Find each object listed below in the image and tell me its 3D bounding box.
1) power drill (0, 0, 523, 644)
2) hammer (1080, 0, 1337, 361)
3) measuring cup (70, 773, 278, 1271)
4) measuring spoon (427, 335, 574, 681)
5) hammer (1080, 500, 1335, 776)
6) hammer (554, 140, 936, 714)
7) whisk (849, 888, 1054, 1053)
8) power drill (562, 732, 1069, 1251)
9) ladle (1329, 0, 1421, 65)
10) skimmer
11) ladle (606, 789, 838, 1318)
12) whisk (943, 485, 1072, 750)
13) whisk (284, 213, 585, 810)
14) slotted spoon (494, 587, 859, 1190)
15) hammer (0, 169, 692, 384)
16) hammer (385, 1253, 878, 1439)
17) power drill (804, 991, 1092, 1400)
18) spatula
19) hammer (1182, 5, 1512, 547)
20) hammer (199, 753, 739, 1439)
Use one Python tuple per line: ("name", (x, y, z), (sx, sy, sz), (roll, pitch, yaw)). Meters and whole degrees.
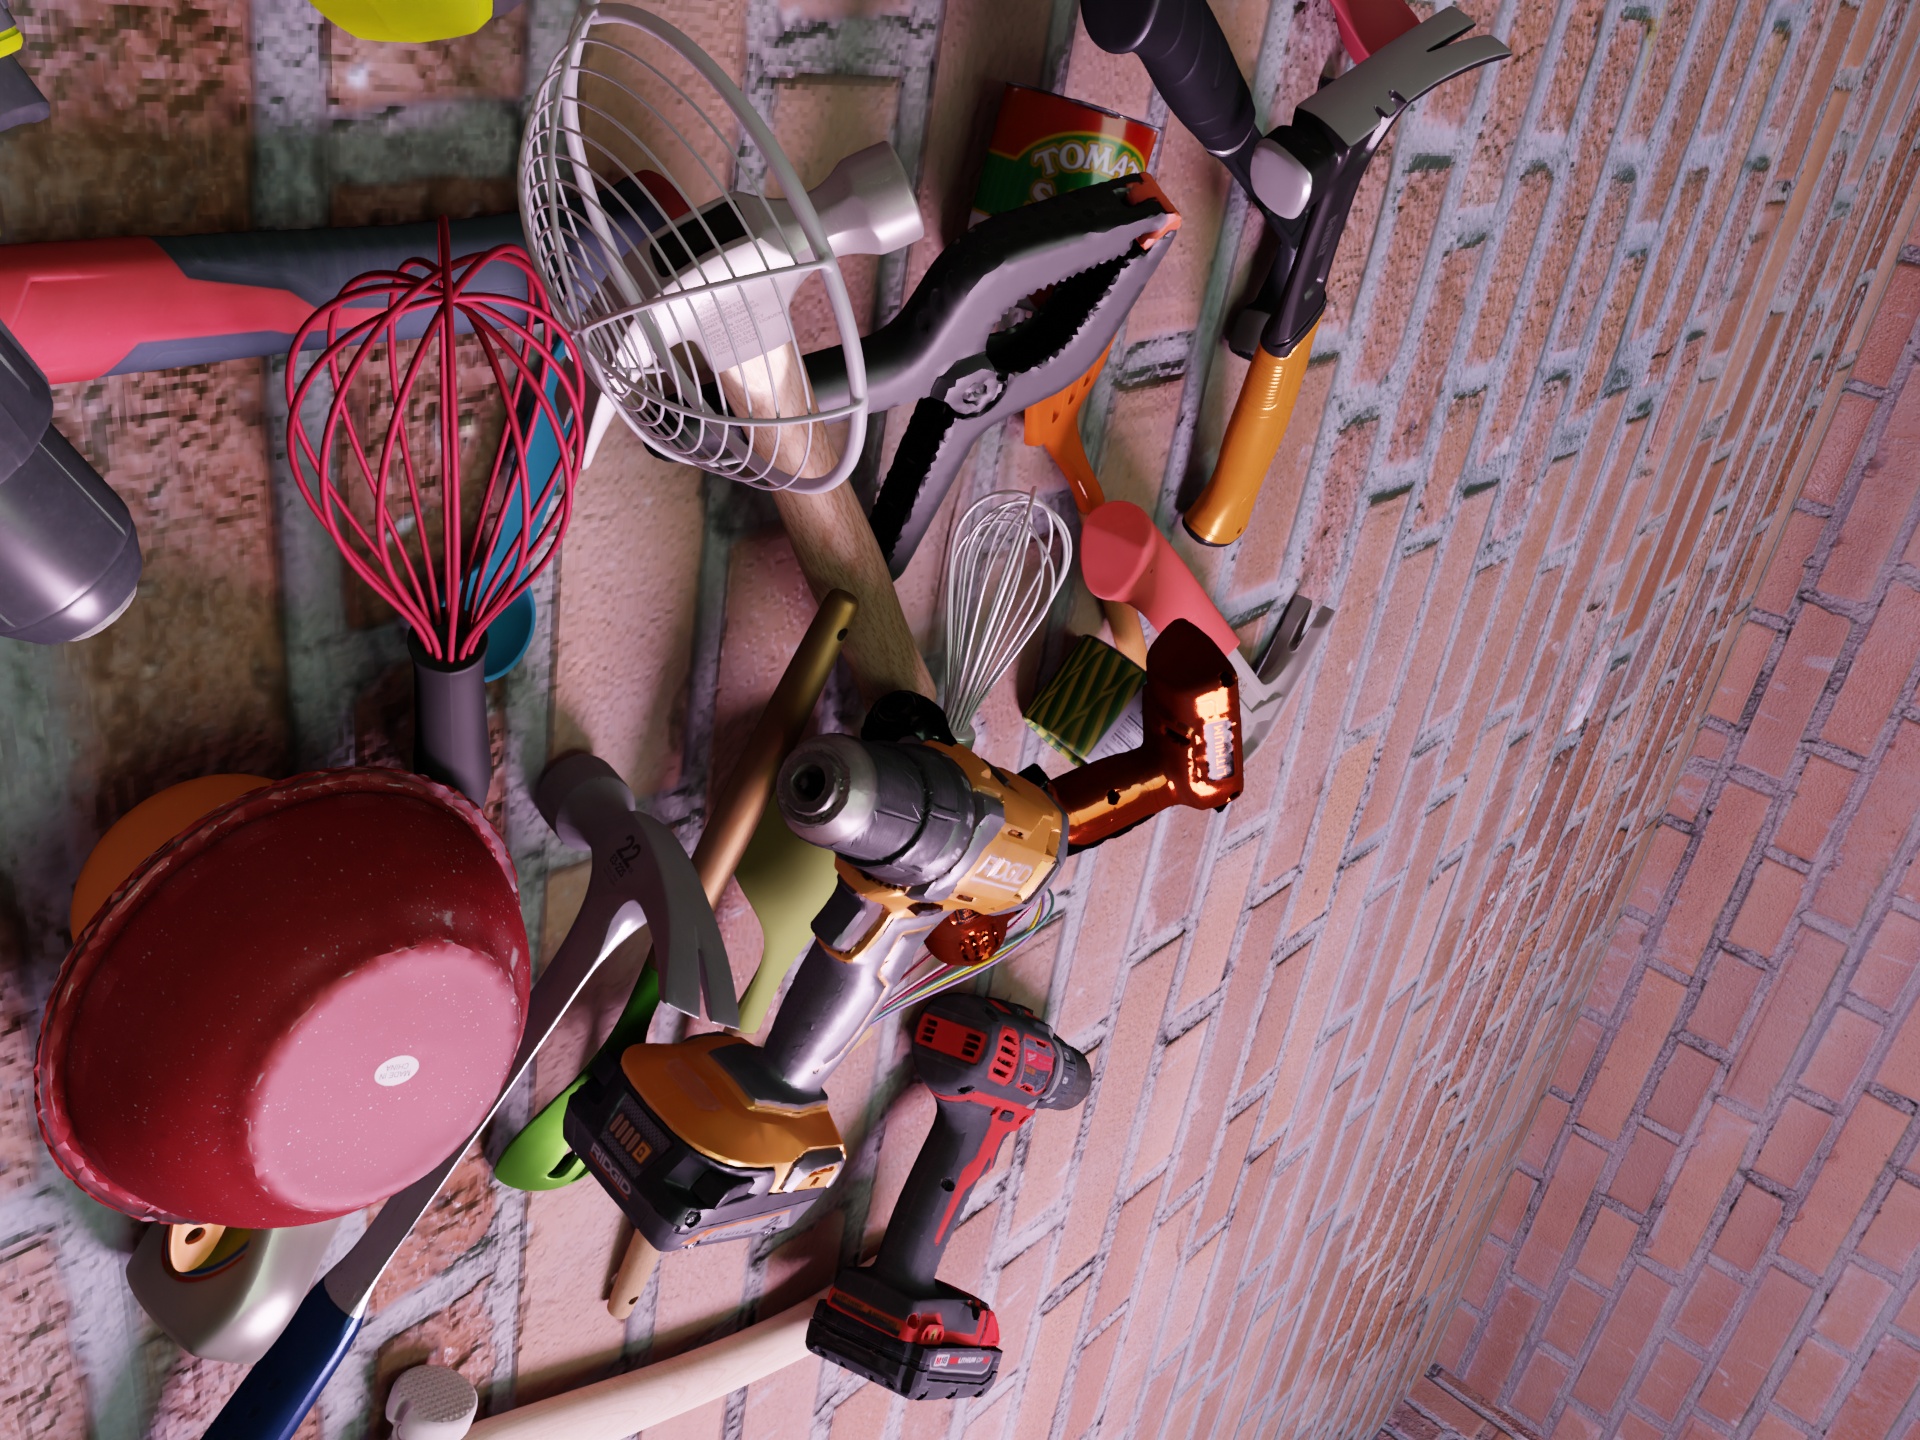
("power drill", (-0.193, -0.146, 0.336), (0.229, 0.080, 0.190), (-57, 142, -25))
("hammer", (0.123, -0.256, 0.687), (0.409, 0.036, 0.149), (-9, 120, -70))
("measuring cup", (-0.249, 0.098, 0.522), (0.095, 0.052, 0.173), (-5, 120, -53))
("measuring spoon", (-0.157, -0.077, 0.552), (0.042, 0.021, 0.128), (18, 91, -57))
("hammer", (0.146, -0.057, 0.928), (0.149, 0.037, 0.358), (-61, 154, -3))
("hammer", (-0.055, -0.075, 0.616), (0.130, 0.031, 0.331), (-23, 154, -2))
("whisk", (-0.037, 0.153, 0.868), (0.245, 0.051, 0.047), (-35, 145, -30))
("power drill", (-0.062, 0.103, 0.640), (0.226, 0.084, 0.185), (-53, 154, 6))
("ladle", (0.144, -0.364, 0.726), (0.315, 0.031, 0.069), (8, 65, -52))
("skimmer", (-0.050, -0.245, 0.415), (0.090, 0.127, 0.363), (10, 85, -26))
("ladle", (-0.121, 0.159, 0.766), (0.078, 0.062, 0.320), (-2, 123, -51))
("whisk", (-0.001, -0.003, 0.793), (0.059, 0.058, 0.246), (-77, -175, -66))
("whisk", (-0.150, -0.032, 0.463), (0.073, 0.073, 0.295), (-40, 170, -30))
("slotted spoon", (-0.116, 0.083, 0.668), (0.070, 0.031, 0.313), (0, 123, -58))
("hammer", (-0.222, -0.095, 0.422), (0.386, 0.038, 0.143), (-22, 132, -45))
("hammer", (-0.155, 0.371, 0.876), (0.410, 0.038, 0.146), (5, 112, -56))
("power drill", (0.008, 0.286, 0.972), (0.187, 0.080, 0.227), (36, 69, -57))
("spatula", (0.080, -0.095, 0.838), (0.081, 0.041, 0.322), (-50, 147, -18))
("hammer", (0.163, -0.187, 0.781), (0.127, 0.034, 0.336), (-38, 163, -18))
("hammer", (-0.223, 0.209, 0.593), (0.035, 0.144, 0.405), (32, 94, -43))
